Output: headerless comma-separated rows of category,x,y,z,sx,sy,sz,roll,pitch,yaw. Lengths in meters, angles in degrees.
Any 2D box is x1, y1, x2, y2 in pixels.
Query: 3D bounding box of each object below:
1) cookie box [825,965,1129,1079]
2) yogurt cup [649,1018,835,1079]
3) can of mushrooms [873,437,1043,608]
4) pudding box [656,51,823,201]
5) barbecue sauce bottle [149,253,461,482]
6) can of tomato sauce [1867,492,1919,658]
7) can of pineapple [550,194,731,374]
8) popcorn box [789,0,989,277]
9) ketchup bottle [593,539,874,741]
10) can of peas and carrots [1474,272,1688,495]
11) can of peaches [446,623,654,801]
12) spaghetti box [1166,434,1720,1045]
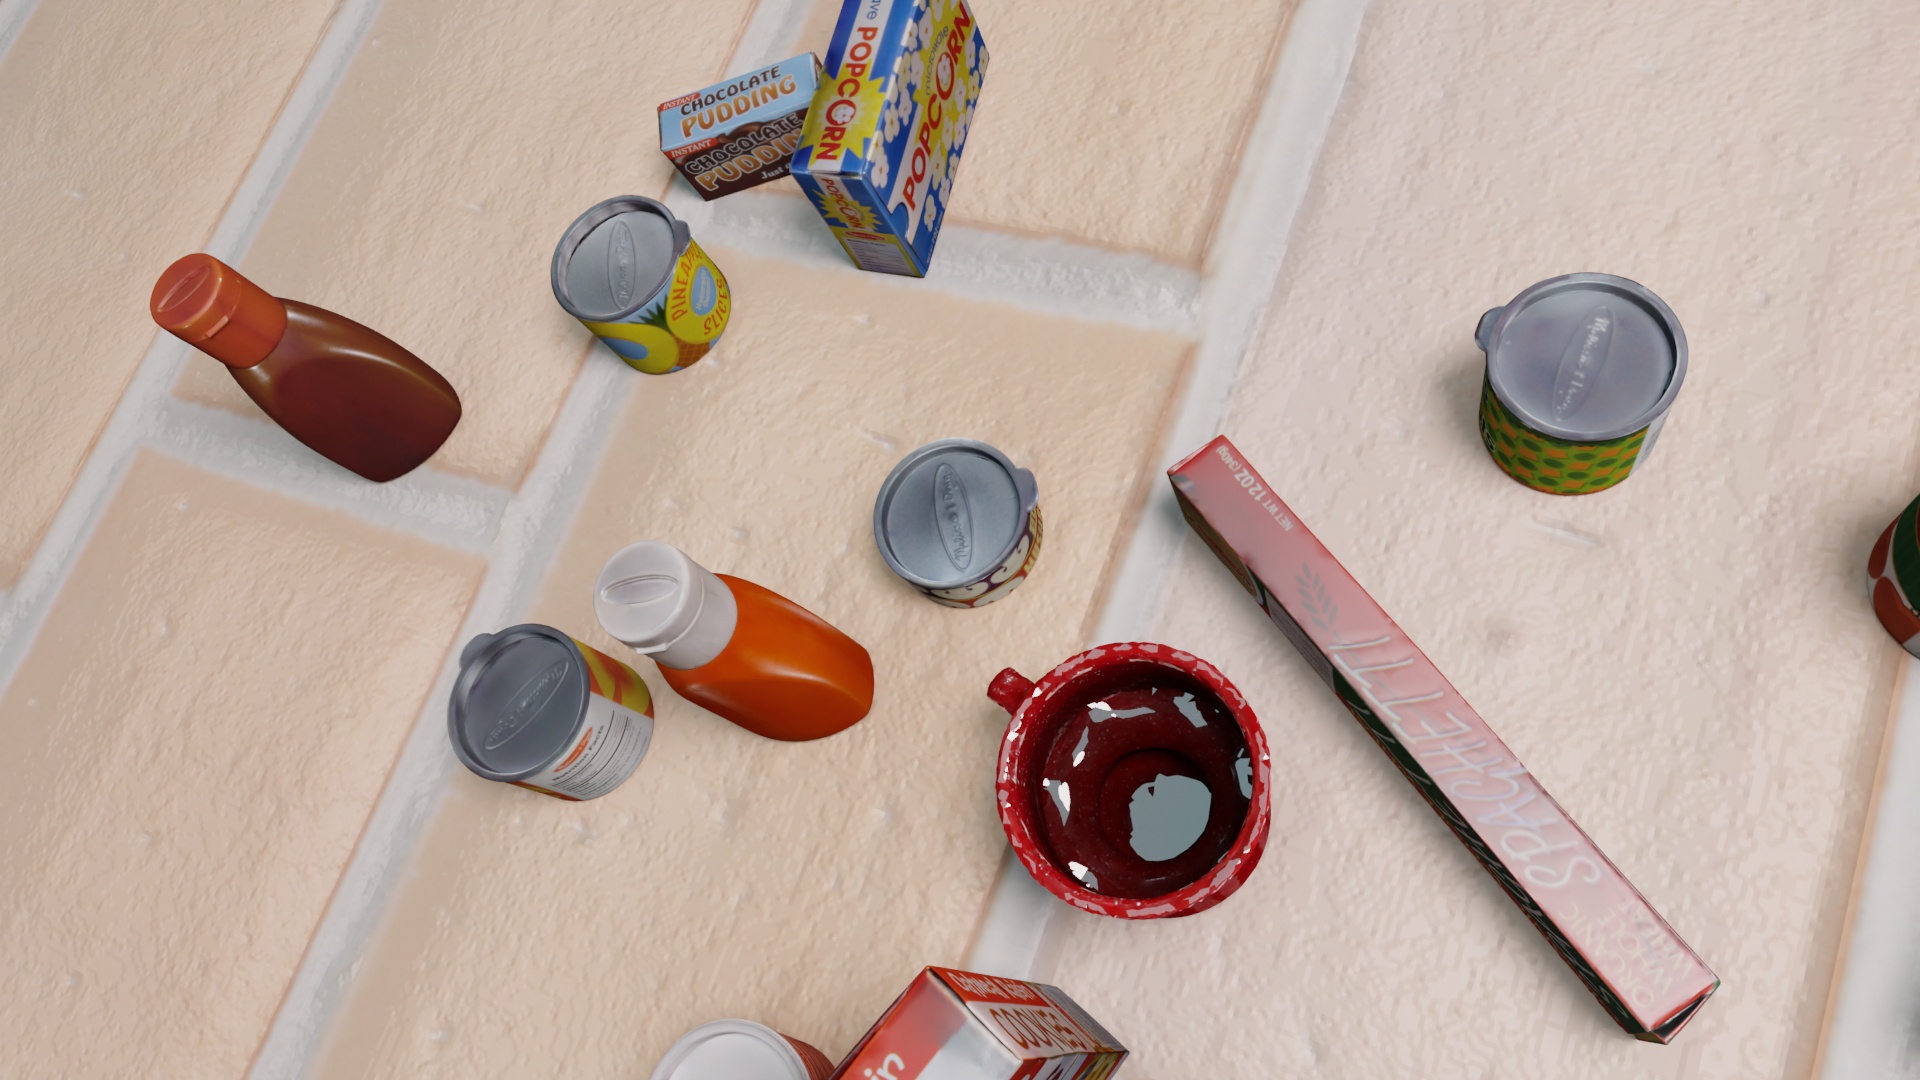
cookie box,-0.013,0.197,0.436,0.040,0.167,0.123,37,85,25
yogurt cup,-0.076,0.213,0.513,0.072,0.054,0.072,-6,69,15
can of mushrooms,0.002,-0.007,0.582,0.071,0.033,0.071,-6,69,15
pudding box,-0.099,-0.201,0.677,0.083,0.049,0.030,-14,67,12
barbecue sauce bottle,-0.298,-0.079,0.638,0.065,0.148,0.044,-41,64,0
can of tomato sauce,0.340,0.001,0.446,0.071,0.083,0.071,-6,69,15
can of pineapple,-0.148,-0.120,0.657,0.071,0.057,0.071,-6,69,15
popcorn box,-0.029,-0.197,0.634,0.038,0.085,0.127,9,73,20
ketchup bottle,-0.085,0.041,0.527,0.065,0.148,0.044,-9,68,14
can of peas and carrots,0.226,-0.057,0.517,0.071,0.058,0.071,-6,69,15
can of peaches,-0.174,0.073,0.593,0.071,0.058,0.071,-6,69,15
spaghetti box,0.162,0.064,0.496,0.028,0.050,0.251,-38,64,1
